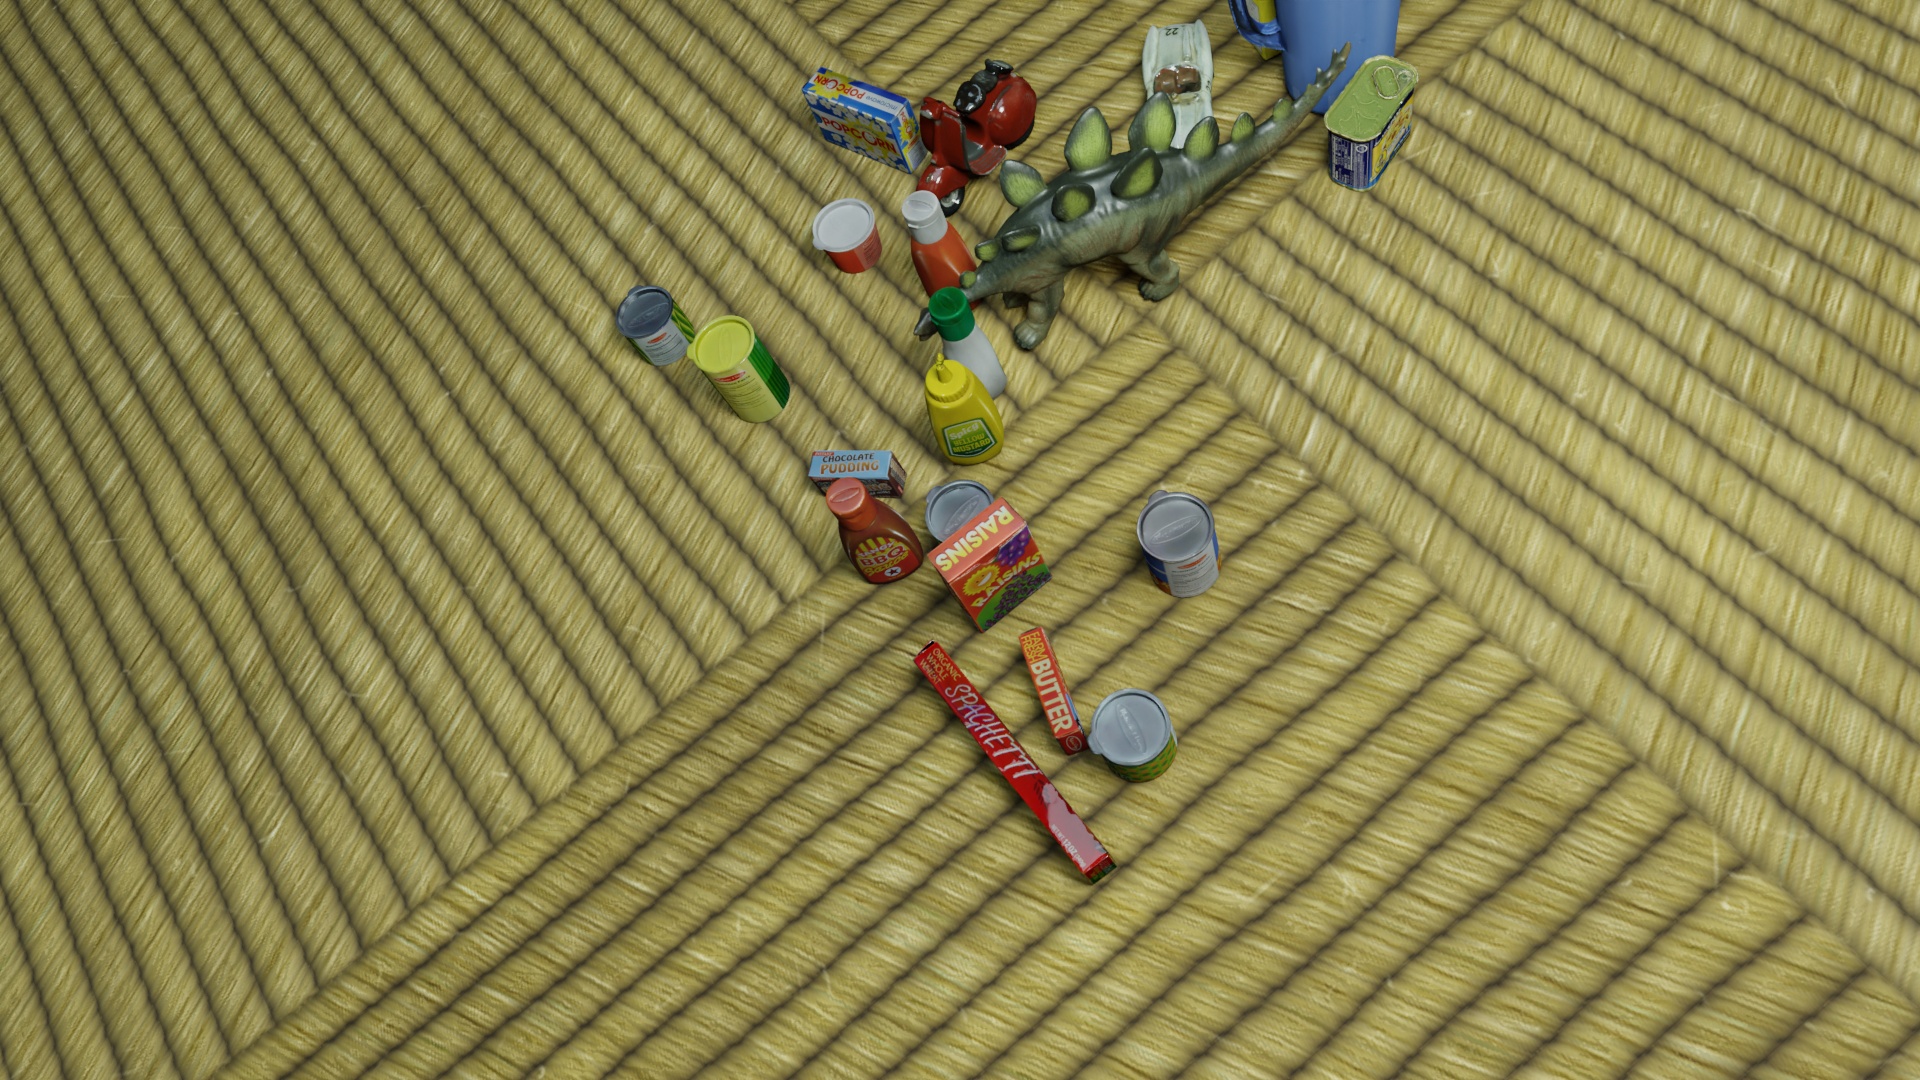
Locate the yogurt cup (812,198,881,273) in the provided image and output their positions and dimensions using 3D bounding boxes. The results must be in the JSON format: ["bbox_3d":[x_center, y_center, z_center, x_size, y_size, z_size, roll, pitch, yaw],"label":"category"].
[{"bbox_3d":[-0.117,-0.321,1.475,0.072,0.053,0.072,-6,64,13],"label":"yogurt cup"}]

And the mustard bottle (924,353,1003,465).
[{"bbox_3d":[-0.003,-0.125,1.290,0.065,0.159,0.049,-16,62,8],"label":"mustard bottle"}]

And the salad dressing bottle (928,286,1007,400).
[{"bbox_3d":[0.006,-0.185,1.323,0.044,0.147,0.064,-42,62,-6],"label":"salad dressing bottle"}]

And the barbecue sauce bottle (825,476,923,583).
[{"bbox_3d":[-0.082,-0.010,1.263,0.065,0.148,0.044,-20,62,5],"label":"barbecue sauce bottle"}]

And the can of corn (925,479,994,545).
[{"bbox_3d":[0.005,-0.016,1.294,0.071,0.058,0.071,-6,64,13],"label":"can of corn"}]

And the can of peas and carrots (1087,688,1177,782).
[{"bbox_3d":[0.145,0.166,1.168,0.071,0.058,0.071,-6,64,13],"label":"can of peas and carrots"}]

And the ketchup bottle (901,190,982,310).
[{"bbox_3d":[-0.021,-0.286,1.378,0.065,0.148,0.043,20,72,23],"label":"ketchup bottle"}]

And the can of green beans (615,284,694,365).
[{"bbox_3d":[-0.326,-0.229,1.486,0.071,0.057,0.071,-6,64,13],"label":"can of green beans"}]

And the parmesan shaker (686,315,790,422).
[{"bbox_3d":[-0.223,-0.171,1.404,0.071,0.102,0.071,-6,64,13],"label":"parmesan shaker"}]

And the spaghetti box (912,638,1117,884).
[{"bbox_3d":[0.043,0.186,1.191,0.029,0.050,0.251,-39,62,-5],"label":"spaghetti box"}]

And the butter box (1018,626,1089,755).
[{"bbox_3d":[0.081,0.130,1.205,0.024,0.053,0.104,-22,61,5],"label":"butter box"}]

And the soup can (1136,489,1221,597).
[{"bbox_3d":[0.192,0.003,1.219,0.071,0.083,0.071,-6,64,13],"label":"soup can"}]

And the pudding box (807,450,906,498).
[{"bbox_3d":[-0.100,-0.065,1.350,0.084,0.049,0.030,2,66,16],"label":"pudding box"}]

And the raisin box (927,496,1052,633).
[{"bbox_3d":[0.028,0.024,1.231,0.086,0.123,0.040,-38,62,-4],"label":"raisin box"}]

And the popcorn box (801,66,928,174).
[{"bbox_3d":[-0.103,-0.460,1.520,0.127,0.085,0.038,28,75,25],"label":"popcorn box"}]
